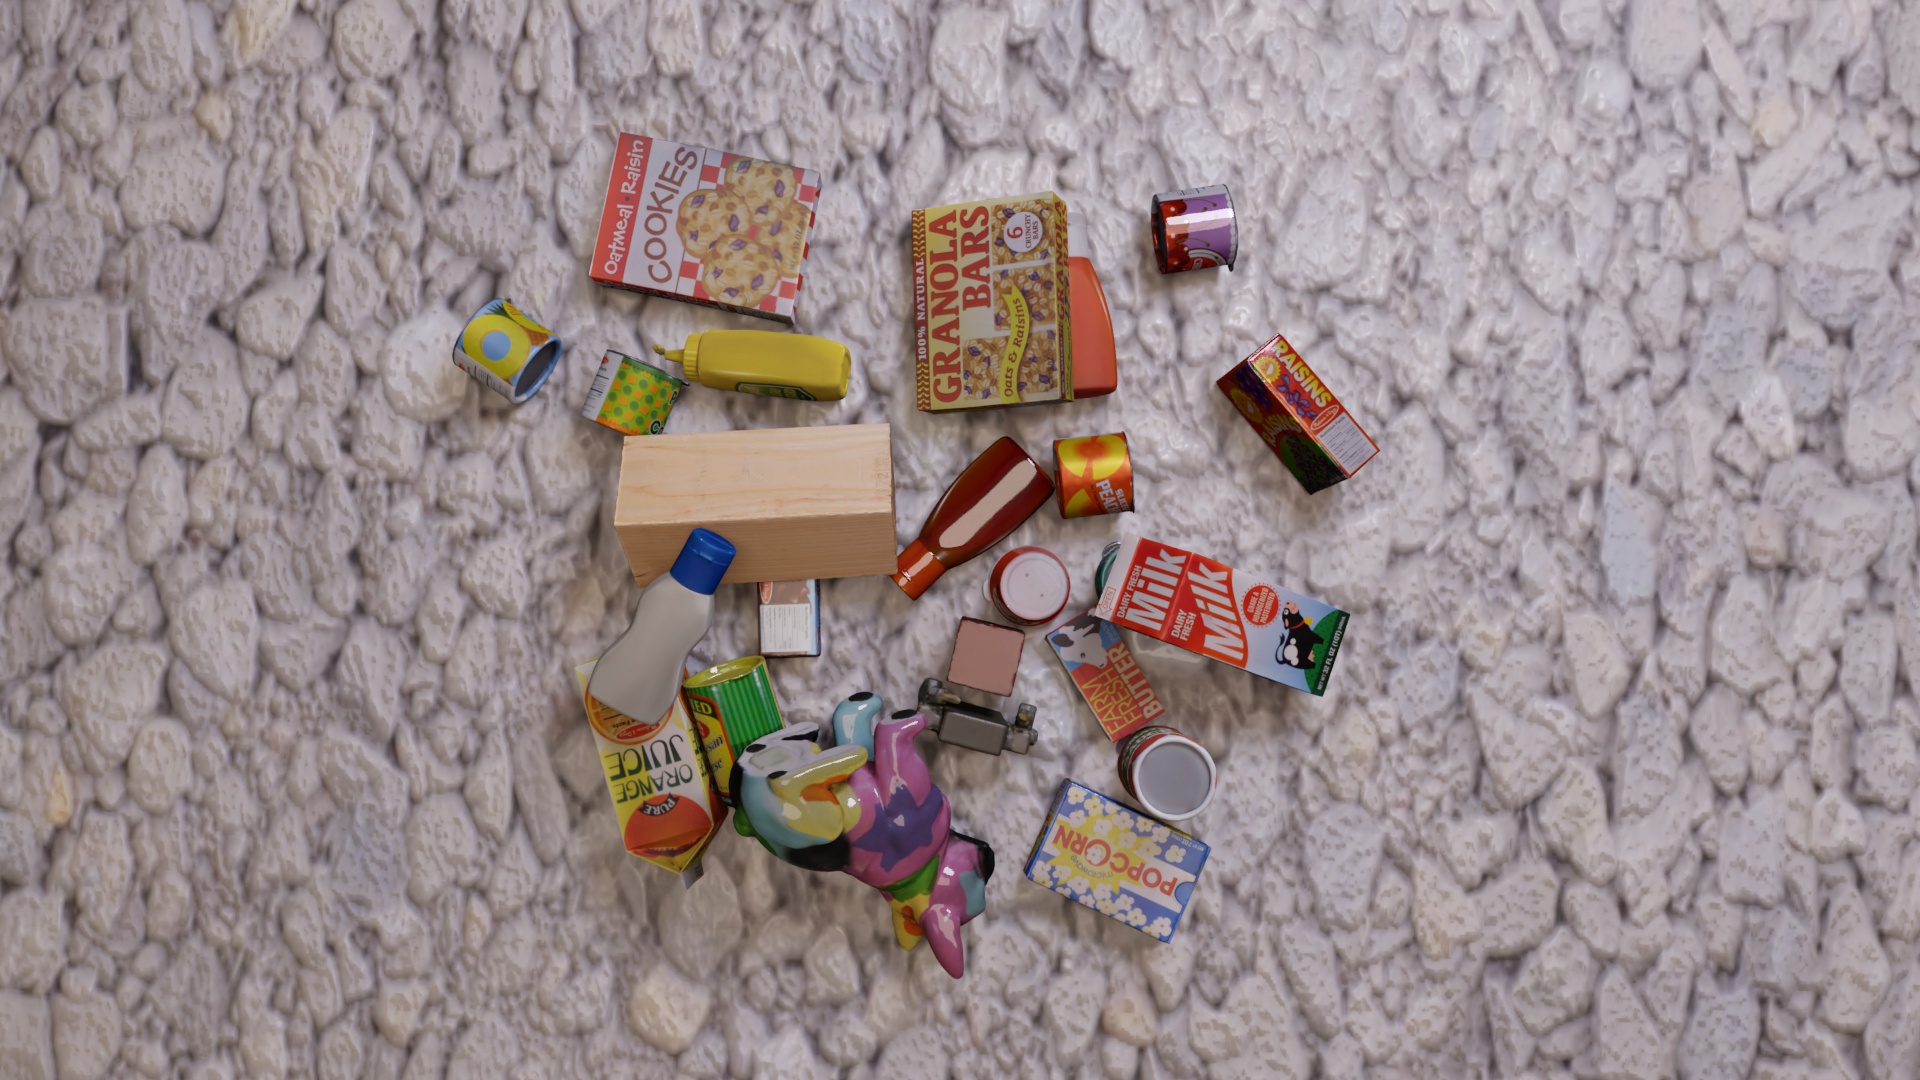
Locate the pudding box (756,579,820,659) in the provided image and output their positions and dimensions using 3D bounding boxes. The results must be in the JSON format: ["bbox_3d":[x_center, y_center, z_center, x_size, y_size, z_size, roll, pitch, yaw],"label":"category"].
[{"bbox_3d":[-0.139,0.053,1.128,0.050,0.030,0.083,-2,87,0],"label":"pudding box"}]

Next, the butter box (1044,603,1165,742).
[{"bbox_3d":[0.118,0.108,1.133,0.053,0.024,0.103,-32,88,-2],"label":"butter box"}]

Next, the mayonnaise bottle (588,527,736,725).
[{"bbox_3d":[-0.217,0.062,1.033,0.065,0.041,0.148,30,100,-8],"label":"mayonnaise bottle"}]

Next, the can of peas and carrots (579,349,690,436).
[{"bbox_3d":[-0.262,-0.113,1.117,0.071,0.071,0.058,22,88,0],"label":"can of peas and carrots"}]

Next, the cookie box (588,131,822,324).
[{"bbox_3d":[-0.208,-0.255,1.139,0.167,0.040,0.123,11,87,-1],"label":"cookie box"}]

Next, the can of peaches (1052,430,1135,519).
[{"bbox_3d":[0.107,-0.051,1.119,0.058,0.071,0.071,-6,87,0],"label":"can of peaches"}]

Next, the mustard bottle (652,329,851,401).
[{"bbox_3d":[-0.171,-0.143,1.124,0.160,0.065,0.049,6,82,5],"label":"mustard bottle"}]

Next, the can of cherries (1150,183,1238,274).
[{"bbox_3d":[0.190,-0.251,1.132,0.058,0.071,0.071,-9,87,-1],"label":"can of cherries"}]

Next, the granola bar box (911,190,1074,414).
[{"bbox_3d":[0.025,-0.189,1.119,0.124,0.039,0.165,-3,87,22],"label":"granola bar box"}]

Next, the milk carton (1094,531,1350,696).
[{"bbox_3d":[0.198,0.056,1.086,0.190,0.073,0.072,21,87,-18],"label":"milk carton"}]

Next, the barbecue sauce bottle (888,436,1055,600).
[{"bbox_3d":[0.004,-0.014,1.128,0.148,0.043,0.065,-43,83,-2],"label":"barbecue sauce bottle"}]

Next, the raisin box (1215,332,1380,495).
[{"bbox_3d":[0.268,-0.100,1.115,0.040,0.086,0.123,-40,89,-8],"label":"raisin box"}]

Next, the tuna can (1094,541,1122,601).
[{"bbox_3d":[0.143,0.032,1.133,0.071,0.033,0.071,0,87,-1],"label":"tuna can"}]

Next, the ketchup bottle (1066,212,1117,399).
[{"bbox_3d":[0.091,-0.192,1.138,0.065,0.043,0.149,-5,87,5],"label":"ketchup bottle"}]

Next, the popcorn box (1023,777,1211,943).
[{"bbox_3d":[0.125,0.256,1.118,0.127,0.038,0.085,25,86,1],"label":"popcorn box"}]

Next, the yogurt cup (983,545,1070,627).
[{"bbox_3d":[0.058,0.037,1.121,0.072,0.054,0.072,0,87,-2],"label":"yogurt cup"}]

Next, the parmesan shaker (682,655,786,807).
[{"bbox_3d":[-0.170,0.150,1.093,0.071,0.071,0.103,-17,98,-2],"label":"parmesan shaker"}]

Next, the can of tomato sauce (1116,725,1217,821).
[{"bbox_3d":[0.162,0.182,1.100,0.071,0.083,0.071,0,88,-1],"label":"can of tomato sauce"}]

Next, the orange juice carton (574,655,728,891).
[{"bbox_3d":[-0.237,0.178,1.098,0.073,0.072,0.192,-17,87,-2],"label":"orange juice carton"}]

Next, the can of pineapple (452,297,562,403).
[{"bbox_3d":[-0.362,-0.154,1.117,0.058,0.071,0.071,34,87,0],"label":"can of pineapple"}]
